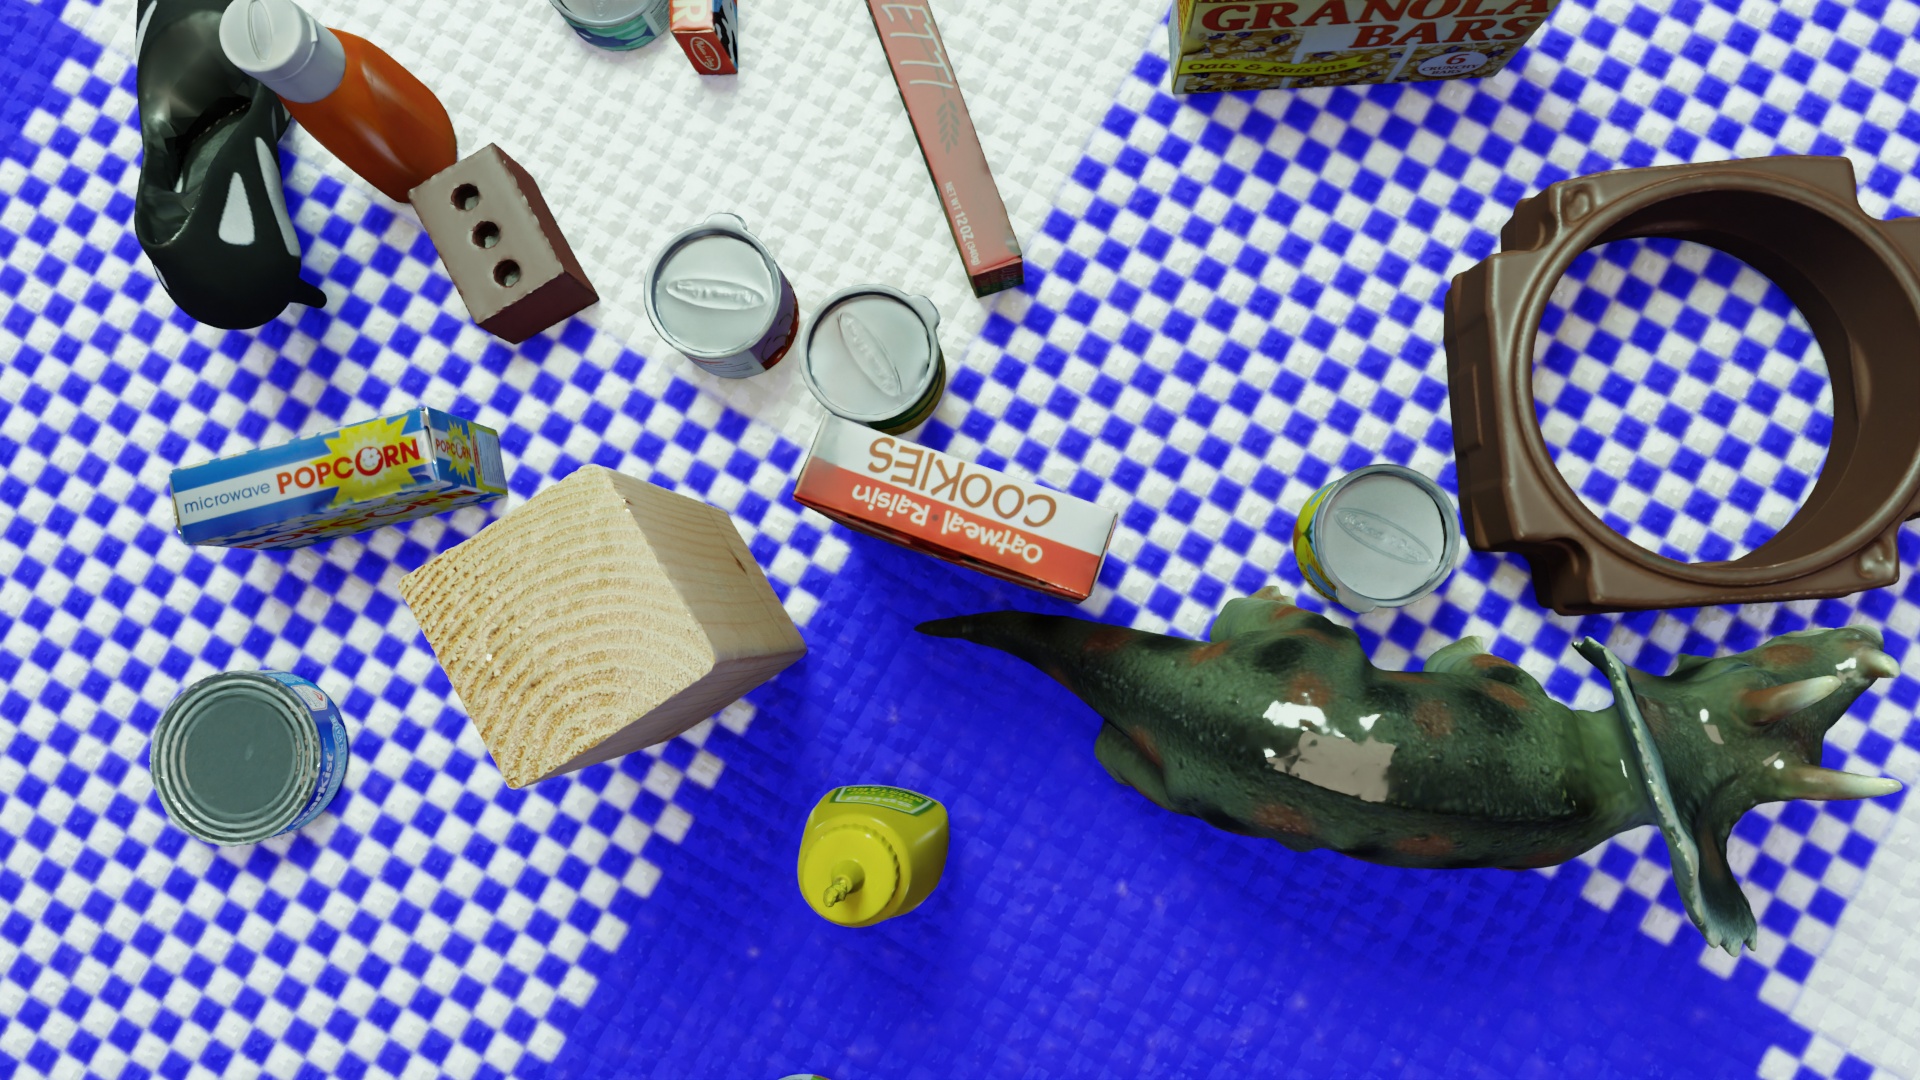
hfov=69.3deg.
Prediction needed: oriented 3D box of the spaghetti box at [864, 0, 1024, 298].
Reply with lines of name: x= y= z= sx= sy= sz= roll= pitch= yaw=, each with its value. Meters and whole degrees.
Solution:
spaghetti box: x=-0.023 y=-0.244 z=0.693 sx=0.029 sy=0.050 sz=0.250 roll=-20 pitch=85 yaw=2

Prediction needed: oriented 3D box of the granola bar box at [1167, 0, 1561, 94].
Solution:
granola bar box: x=0.185 y=-0.251 z=0.646 sx=0.166 sy=0.124 sz=0.039 roll=-2 pitch=86 yaw=3

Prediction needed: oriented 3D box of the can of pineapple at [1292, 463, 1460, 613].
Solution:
can of pineapple: x=0.194 y=0.000 z=0.660 sx=0.071 sy=0.058 sz=0.071 roll=0 pitch=86 yaw=3

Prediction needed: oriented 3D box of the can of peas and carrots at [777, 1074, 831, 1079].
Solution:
can of peas and carrots: x=-0.076 y=0.295 z=0.652 sx=0.071 sy=0.058 sz=0.071 roll=0 pitch=86 yaw=3

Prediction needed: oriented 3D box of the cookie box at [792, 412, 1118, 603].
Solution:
cookie box: x=0.002 y=-0.008 z=0.616 sx=0.123 sy=0.167 sz=0.040 roll=18 pitch=88 yaw=4

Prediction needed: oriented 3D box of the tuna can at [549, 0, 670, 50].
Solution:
tuna can: x=-0.181 y=-0.289 z=0.714 sx=0.071 sy=0.033 sz=0.071 roll=0 pitch=86 yaw=3

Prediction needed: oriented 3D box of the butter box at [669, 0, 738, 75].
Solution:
butter box: x=-0.129 y=-0.295 z=0.702 sx=0.024 sy=0.053 sz=0.103 roll=-1 pitch=86 yaw=3

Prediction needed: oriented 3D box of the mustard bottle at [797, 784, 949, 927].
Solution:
mustard bottle: x=-0.041 y=0.139 z=0.611 sx=0.065 sy=0.160 sz=0.049 roll=7 pitch=87 yaw=4

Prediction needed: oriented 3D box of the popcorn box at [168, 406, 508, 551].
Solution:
popcorn box: x=-0.298 y=-0.028 z=0.675 sx=0.127 sy=0.085 sz=0.038 roll=-14 pitch=86 yaw=2

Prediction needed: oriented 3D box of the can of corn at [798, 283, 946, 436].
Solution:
can of corn: x=-0.039 y=-0.088 z=0.679 sx=0.071 sy=0.058 sz=0.071 roll=0 pitch=86 yaw=3

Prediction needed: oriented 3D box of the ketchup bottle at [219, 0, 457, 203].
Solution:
ketchup bottle: x=-0.289 y=-0.210 z=0.656 sx=0.043 sy=0.149 sz=0.064 roll=-12 pitch=86 yaw=3

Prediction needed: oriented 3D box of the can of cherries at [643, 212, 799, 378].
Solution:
can of cherries: x=-0.115 y=-0.119 z=0.685 sx=0.071 sy=0.058 sz=0.071 roll=0 pitch=86 yaw=3
